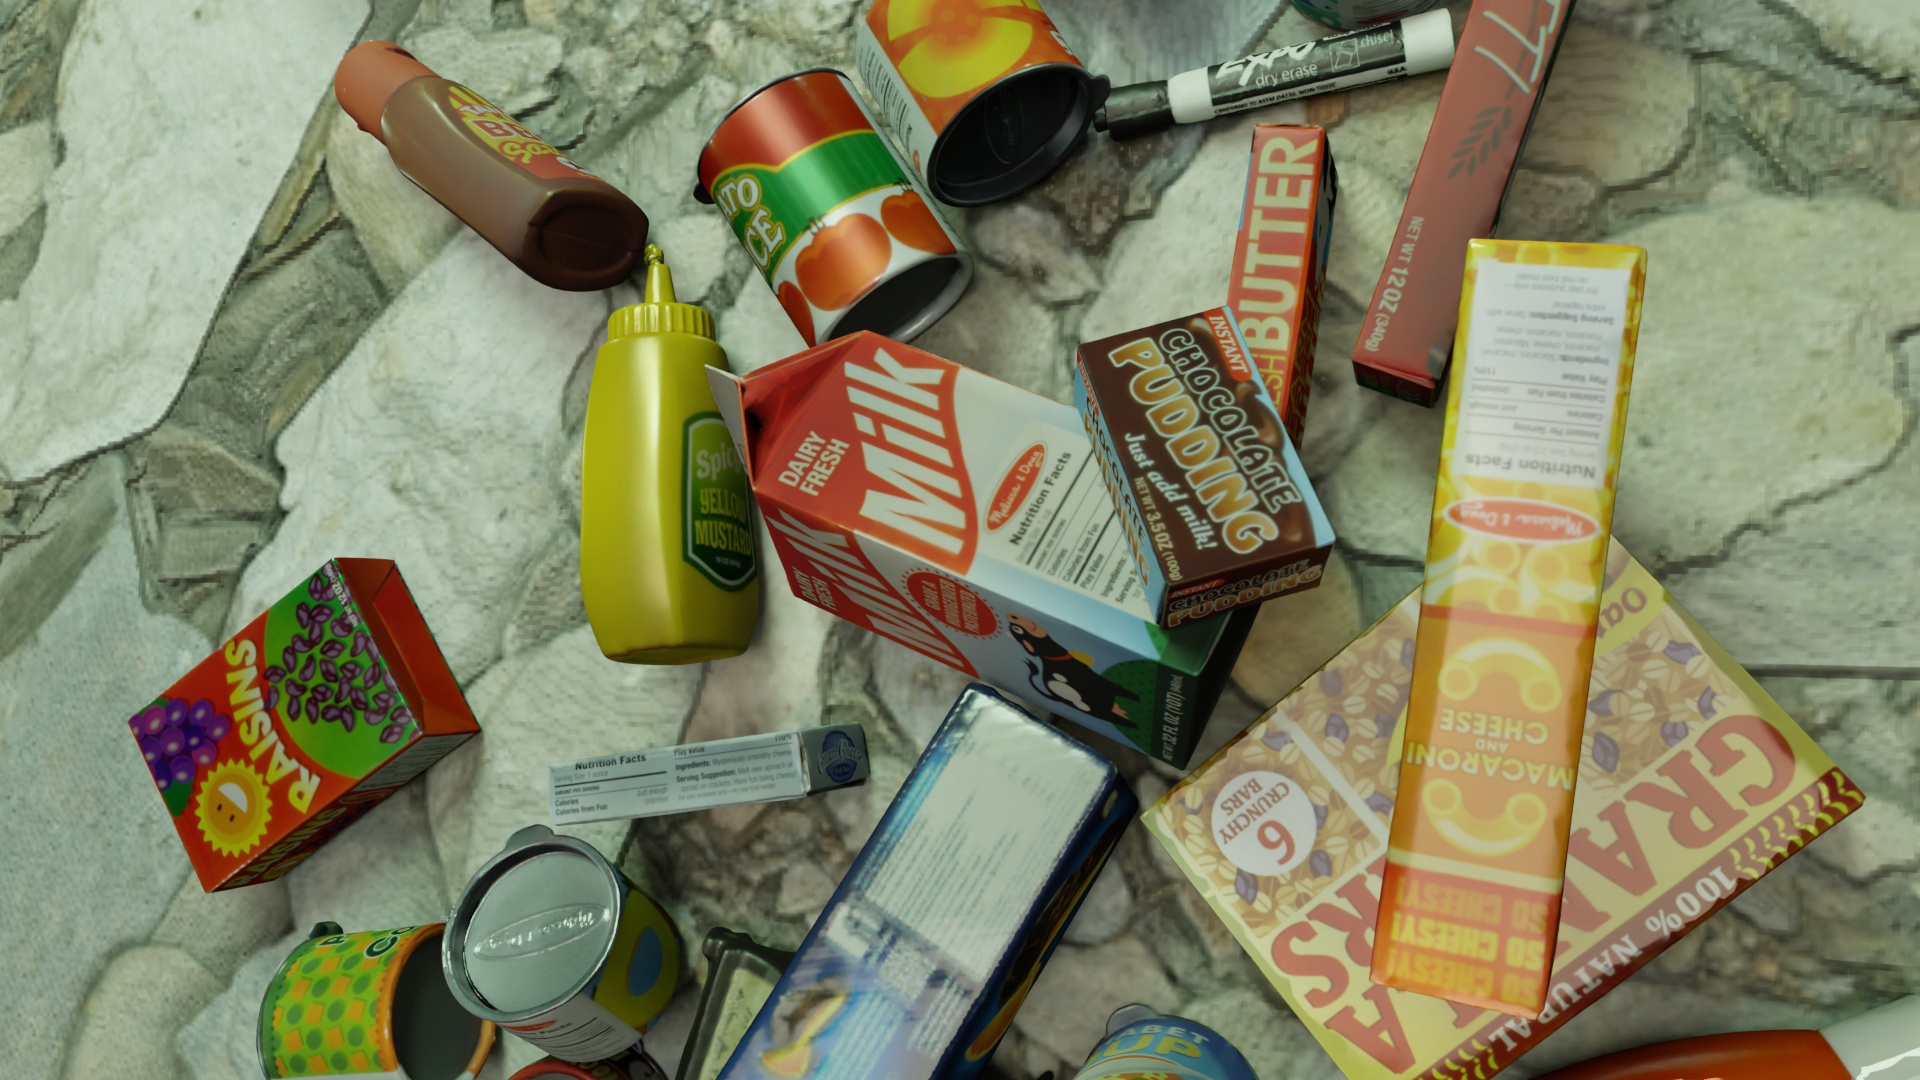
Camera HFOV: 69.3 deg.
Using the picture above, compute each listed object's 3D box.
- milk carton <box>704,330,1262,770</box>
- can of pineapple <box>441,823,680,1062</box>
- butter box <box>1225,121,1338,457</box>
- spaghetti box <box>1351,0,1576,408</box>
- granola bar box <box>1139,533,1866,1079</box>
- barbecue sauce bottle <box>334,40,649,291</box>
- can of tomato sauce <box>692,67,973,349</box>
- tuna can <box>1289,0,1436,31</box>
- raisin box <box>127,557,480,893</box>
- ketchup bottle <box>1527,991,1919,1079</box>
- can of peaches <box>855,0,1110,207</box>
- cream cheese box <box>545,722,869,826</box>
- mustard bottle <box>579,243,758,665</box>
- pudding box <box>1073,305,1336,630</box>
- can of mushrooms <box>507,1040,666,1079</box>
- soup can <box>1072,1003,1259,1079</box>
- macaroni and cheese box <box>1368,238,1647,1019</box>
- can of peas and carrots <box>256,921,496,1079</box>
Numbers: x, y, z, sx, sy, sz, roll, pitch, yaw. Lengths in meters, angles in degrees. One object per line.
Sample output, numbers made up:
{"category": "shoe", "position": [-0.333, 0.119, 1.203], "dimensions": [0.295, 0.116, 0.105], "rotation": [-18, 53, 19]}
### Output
{"category": "milk carton", "position": [0.002, -0.006, 0.457], "dimensions": [0.191, 0.072, 0.074], "rotation": [23, 63, 17]}
{"category": "can of pineapple", "position": [-0.142, 0.146, 0.503], "dimensions": [0.071, 0.057, 0.071], "rotation": [-7, 55, 10]}
{"category": "butter box", "position": [0.103, -0.077, 0.451], "dimensions": [0.024, 0.053, 0.103], "rotation": [8, 89, 20]}
{"category": "spaghetti box", "position": [0.176, -0.165, 0.435], "dimensions": [0.029, 0.050, 0.250], "rotation": [19, 92, 17]}
{"category": "granola bar box", "position": [0.159, 0.081, 0.430], "dimensions": [0.165, 0.039, 0.124], "rotation": [-42, 74, 11]}
{"category": "barbecue sauce bottle", "position": [-0.192, -0.151, 0.549], "dimensions": [0.149, 0.065, 0.043], "rotation": [37, 107, 25]}
{"category": "can of tomato sauce", "position": [-0.046, -0.112, 0.494], "dimensions": [0.071, 0.071, 0.083], "rotation": [-36, 77, 13]}
{"category": "tuna can", "position": [0.134, -0.209, 0.460], "dimensions": [0.071, 0.033, 0.071], "rotation": [-1, 87, 18]}
{"category": "raisin box", "position": [-0.270, 0.075, 0.570], "dimensions": [0.123, 0.040, 0.086], "rotation": [-35, 78, 12]}
{"category": "ketchup bottle", "position": [0.221, 0.173, 0.402], "dimensions": [0.148, 0.043, 0.065], "rotation": [-28, 79, 14]}
{"category": "can of peaches", "position": [0.007, -0.160, 0.479], "dimensions": [0.071, 0.071, 0.058], "rotation": [-35, 70, 13]}
{"category": "cream cheese box", "position": [-0.091, 0.085, 0.504], "dimensions": [0.104, 0.053, 0.024], "rotation": [-10, 82, 17]}
{"category": "mustard bottle", "position": [-0.109, -0.036, 0.513], "dimensions": [0.049, 0.065, 0.160], "rotation": [-9, 80, 22]}
{"category": "pudding box", "position": [0.068, -0.022, 0.397], "dimensions": [0.050, 0.030, 0.084], "rotation": [-14, 63, -5]}
{"category": "can of mushrooms", "position": [-0.142, 0.222, 0.522], "dimensions": [0.071, 0.033, 0.071], "rotation": [-1, 87, 19]}
{"category": "soup can", "position": [0.057, 0.190, 0.433], "dimensions": [0.071, 0.084, 0.071], "rotation": [-1, 86, 18]}
{"category": "macaroni and cheese box", "position": [0.138, 0.021, 0.354], "dimensions": [0.040, 0.124, 0.166], "rotation": [7, 88, 20]}
{"category": "can of peas and carrots", "position": [-0.221, 0.180, 0.534], "dimensions": [0.058, 0.071, 0.071], "rotation": [-10, 84, 17]}
